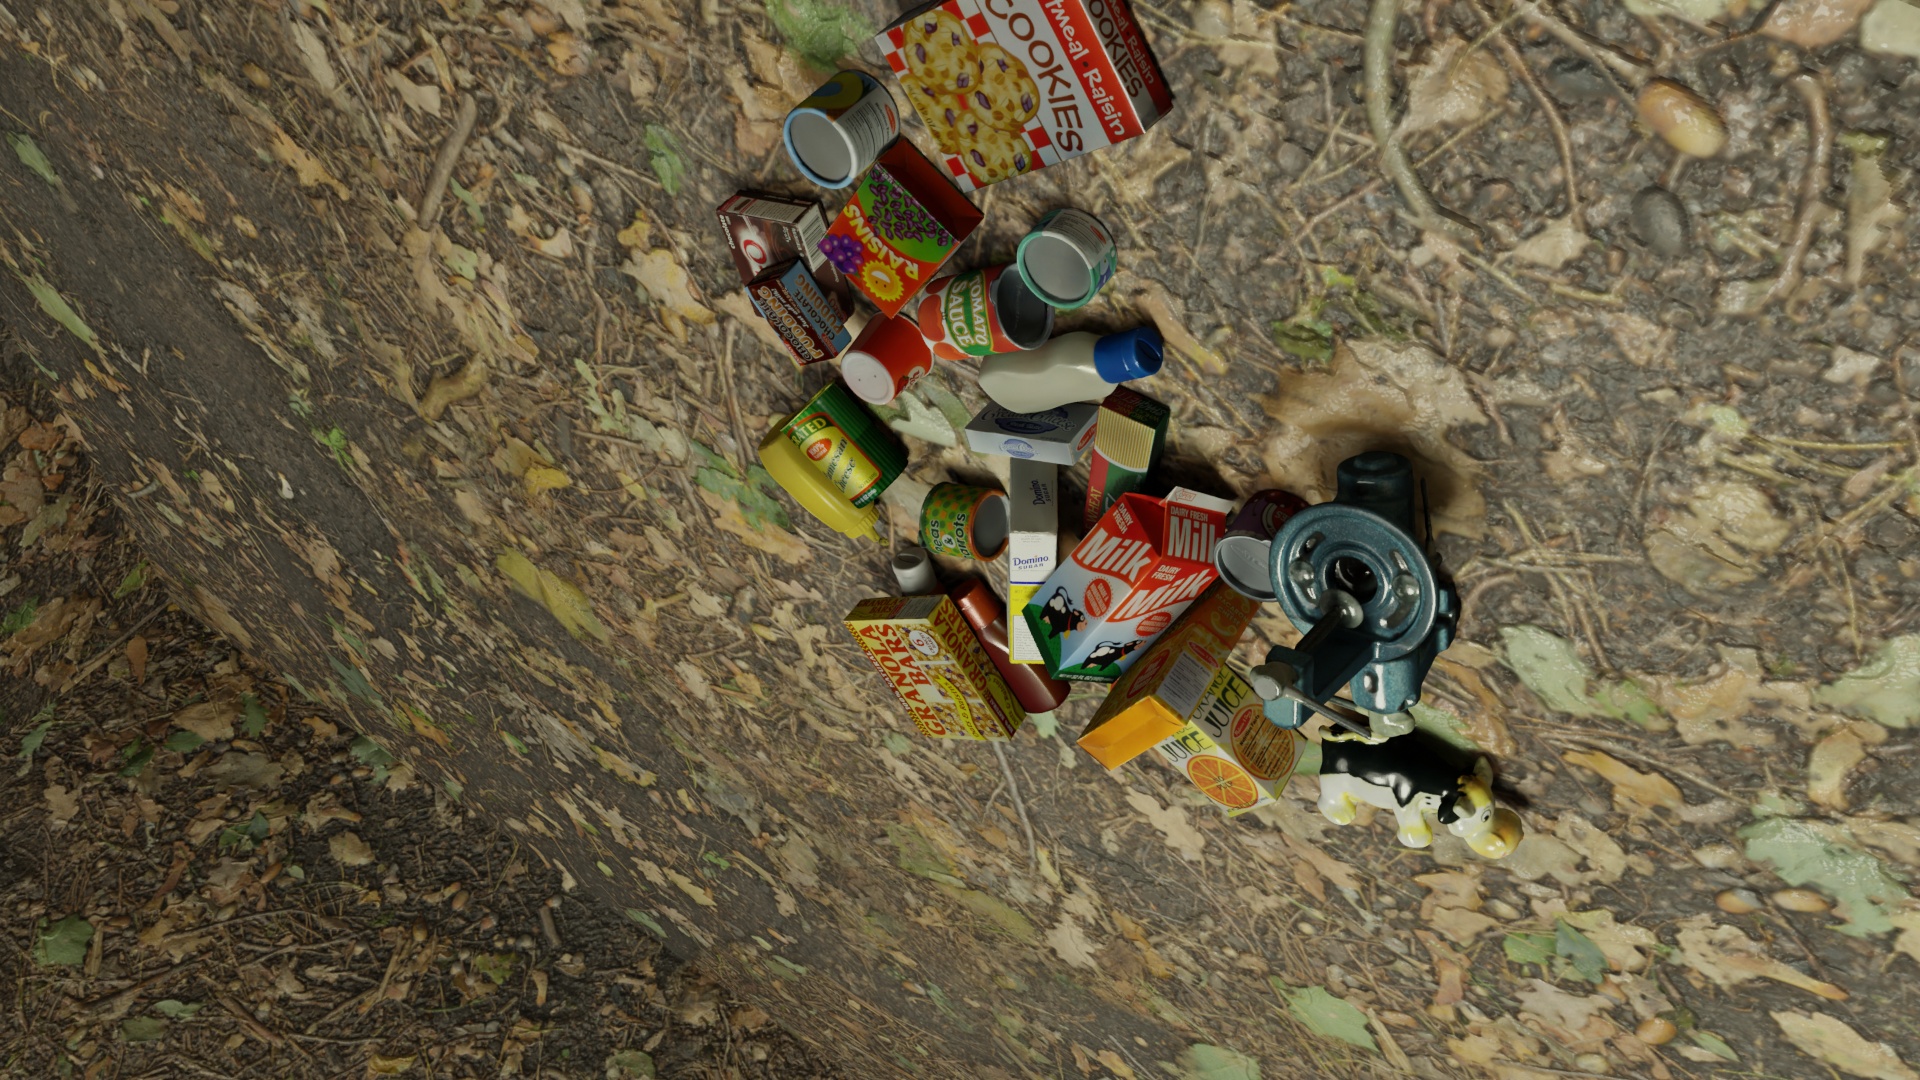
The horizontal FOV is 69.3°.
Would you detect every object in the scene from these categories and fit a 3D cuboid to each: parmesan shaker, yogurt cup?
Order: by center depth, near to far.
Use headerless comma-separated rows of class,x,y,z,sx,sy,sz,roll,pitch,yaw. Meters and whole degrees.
yogurt cup,-0.064,-0.151,1.163,0.072,0.054,0.072,25,142,21
parmesan shaker,-0.103,-0.088,1.264,0.103,0.072,0.071,46,145,-10

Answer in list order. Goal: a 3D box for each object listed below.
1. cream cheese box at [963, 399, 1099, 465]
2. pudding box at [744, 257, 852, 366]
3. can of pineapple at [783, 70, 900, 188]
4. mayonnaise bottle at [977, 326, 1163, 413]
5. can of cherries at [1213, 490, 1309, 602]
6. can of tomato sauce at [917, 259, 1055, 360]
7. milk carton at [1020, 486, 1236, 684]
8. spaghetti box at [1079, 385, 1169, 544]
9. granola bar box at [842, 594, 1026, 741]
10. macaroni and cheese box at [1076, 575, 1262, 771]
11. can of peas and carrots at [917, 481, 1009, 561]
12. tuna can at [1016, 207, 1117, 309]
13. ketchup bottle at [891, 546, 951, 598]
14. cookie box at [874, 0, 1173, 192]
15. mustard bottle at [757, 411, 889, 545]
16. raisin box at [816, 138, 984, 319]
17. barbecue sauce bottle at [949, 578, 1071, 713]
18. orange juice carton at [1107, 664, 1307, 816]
cream cheese box,0.060,-0.090,1.117,0.104,0.053,0.024,11,135,35
pudding box,-0.133,-0.187,1.140,0.049,0.030,0.083,-3,131,45
can of pineapple,-0.088,-0.299,1.012,0.071,0.058,0.070,25,144,20
mayonnaise bottle,0.085,-0.131,1.052,0.148,0.041,0.064,-7,151,45
can of cherries,0.236,0.003,1.054,0.071,0.059,0.071,26,143,21
can of tomato sauce,0.017,-0.172,1.048,0.083,0.071,0.071,-2,129,45
milk carton,0.138,0.028,1.107,0.189,0.072,0.074,-51,46,32
spaghetti box,0.130,-0.022,1.151,0.050,0.029,0.248,27,144,19
granola bar box,-0.025,0.127,1.380,0.124,0.039,0.165,-5,126,44
macaroni and cheese box,0.174,0.098,1.124,0.040,0.167,0.123,41,146,-2
can of peas and carrots,0.004,-0.016,1.239,0.059,0.071,0.070,9,136,36
tuna can,0.075,-0.200,0.995,0.071,0.033,0.070,25,143,21
ketchup bottle,-0.030,0.072,1.398,0.065,0.044,0.148,10,136,33
cookie box,0.039,-0.306,0.901,0.167,0.040,0.122,-4,127,47
mustard bottle,-0.124,-0.049,1.331,0.048,0.066,0.160,-16,122,46
raisin box,-0.048,-0.236,1.065,0.086,0.040,0.123,43,147,-7
barbecue sauce bottle,0.045,0.104,1.363,0.064,0.044,0.148,-13,120,50
orange juice carton,0.207,0.151,1.238,0.192,0.073,0.071,43,146,-4
